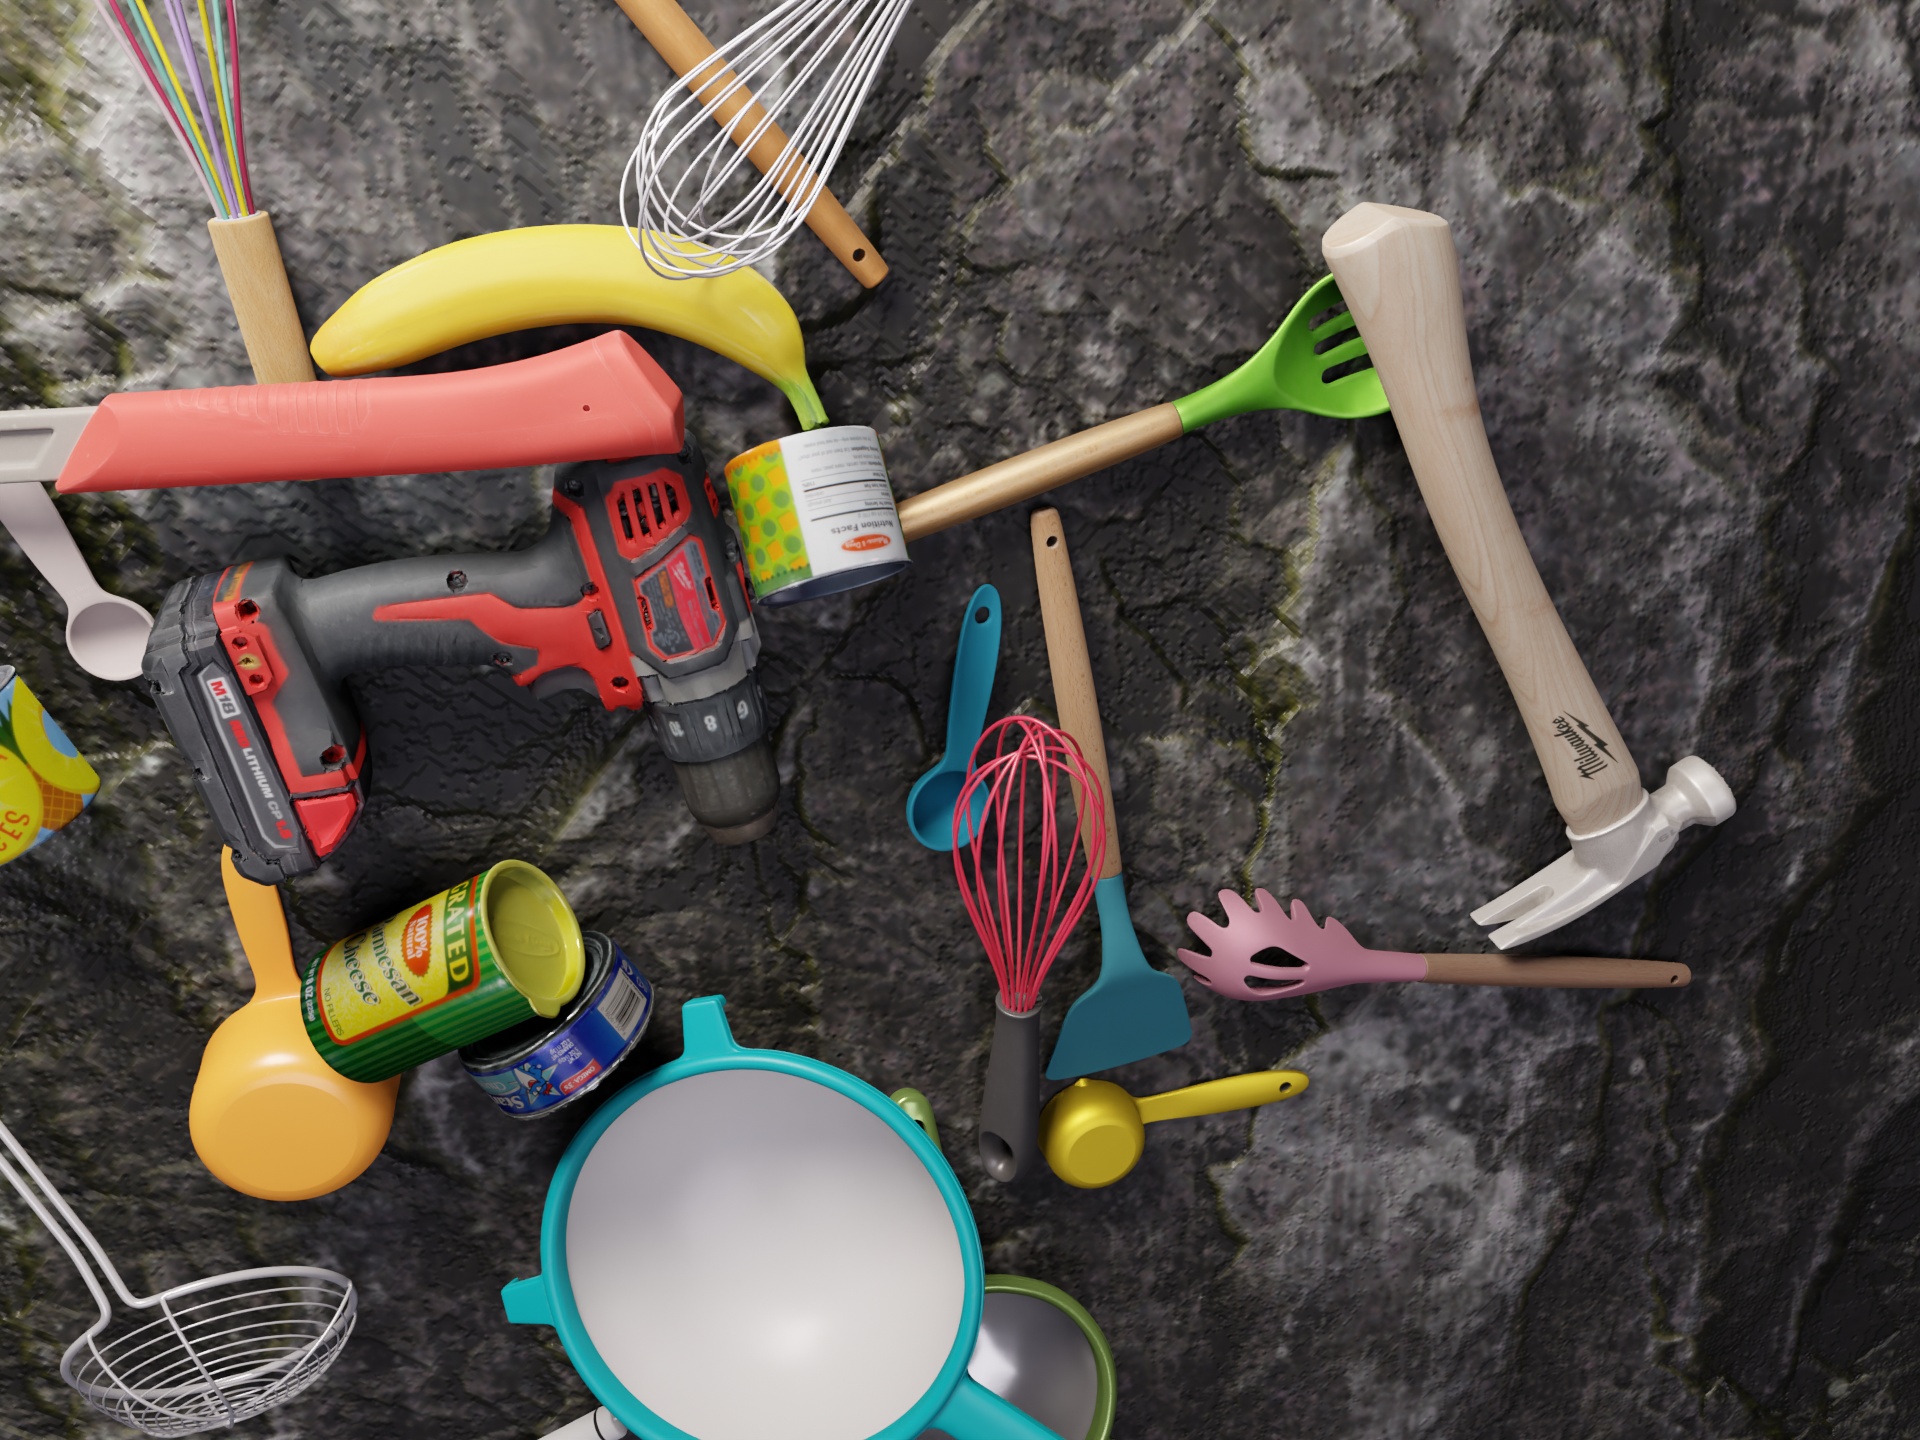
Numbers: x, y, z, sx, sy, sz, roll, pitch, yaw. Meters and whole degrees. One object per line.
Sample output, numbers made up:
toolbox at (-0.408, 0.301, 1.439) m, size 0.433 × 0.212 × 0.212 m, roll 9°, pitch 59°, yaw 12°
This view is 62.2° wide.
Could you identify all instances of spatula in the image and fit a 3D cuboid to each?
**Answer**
spatula at (-0.131, -0.280, 0.572) m, size 0.081 × 0.041 × 0.322 m, roll -42°, pitch 118°, yaw 5°
spatula at (0.062, 0.047, 0.779) m, size 0.082 × 0.044 × 0.317 m, roll -14°, pitch 111°, yaw -7°

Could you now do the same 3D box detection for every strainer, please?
strainer at (-0.034, 0.284, 0.771) m, size 0.340 × 0.095 × 0.211 m, roll 33°, pitch 101°, yaw 2°
strainer at (-0.007, 0.312, 0.862) m, size 0.151 × 0.069 × 0.256 m, roll -15°, pitch 100°, yaw -12°
strainer at (-0.180, 0.368, 0.847) m, size 0.258 × 0.050 × 0.086 m, roll -29°, pitch 161°, yaw 5°

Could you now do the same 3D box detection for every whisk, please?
whisk at (0.029, 0.121, 0.772) m, size 0.073 × 0.073 × 0.295 m, roll -6°, pitch 125°, yaw -12°
whisk at (-0.269, -0.205, 0.575) m, size 0.047 × 0.051 × 0.244 m, roll -1°, pitch 120°, yaw 9°
whisk at (-0.025, -0.275, 0.578) m, size 0.070 × 0.070 × 0.284 m, roll 39°, pitch 87°, yaw -26°

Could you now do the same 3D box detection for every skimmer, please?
skimmer at (-0.410, 0.182, 0.711) m, size 0.127 × 0.090 × 0.363 m, roll -28°, pitch 107°, yaw 2°

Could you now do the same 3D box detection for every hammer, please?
hammer at (-0.283, -0.095, 0.588) m, size 0.359 × 0.037 × 0.149 m, roll -4°, pitch 114°, yaw -3°
hammer at (0.251, -0.054, 0.752) m, size 0.146 × 0.038 × 0.410 m, roll -34°, pitch 123°, yaw 3°

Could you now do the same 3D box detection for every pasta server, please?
pasta server at (0.268, 0.131, 0.868) m, size 0.316 × 0.040 × 0.060 m, roll 5°, pitch 112°, yaw -21°

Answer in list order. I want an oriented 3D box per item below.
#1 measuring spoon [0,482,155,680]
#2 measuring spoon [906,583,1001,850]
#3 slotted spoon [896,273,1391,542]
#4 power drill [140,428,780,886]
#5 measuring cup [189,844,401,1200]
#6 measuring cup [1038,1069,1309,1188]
measuring spoon at (-0.356, -0.073, 0.624) m, size 0.034 × 0.018 × 0.124 m, roll -25°, pitch 110°, yaw 0°
measuring spoon at (-0.001, -0.002, 0.746) m, size 0.042 × 0.021 × 0.128 m, roll 4°, pitch 103°, yaw -27°
slotted spoon at (0.071, -0.126, 0.701) m, size 0.314 × 0.031 × 0.070 m, roll -22°, pitch 118°, yaw -2°
power drill at (-0.190, -0.007, 0.661) m, size 0.226 × 0.080 × 0.187 m, roll -18°, pitch 117°, yaw -10°
measuring cup at (-0.304, 0.137, 0.704) m, size 0.095 × 0.052 × 0.173 m, roll -8°, pitch 117°, yaw -11°
measuring cup at (0.119, 0.216, 0.862) m, size 0.156 × 0.029 × 0.062 m, roll -10°, pitch 115°, yaw -8°
